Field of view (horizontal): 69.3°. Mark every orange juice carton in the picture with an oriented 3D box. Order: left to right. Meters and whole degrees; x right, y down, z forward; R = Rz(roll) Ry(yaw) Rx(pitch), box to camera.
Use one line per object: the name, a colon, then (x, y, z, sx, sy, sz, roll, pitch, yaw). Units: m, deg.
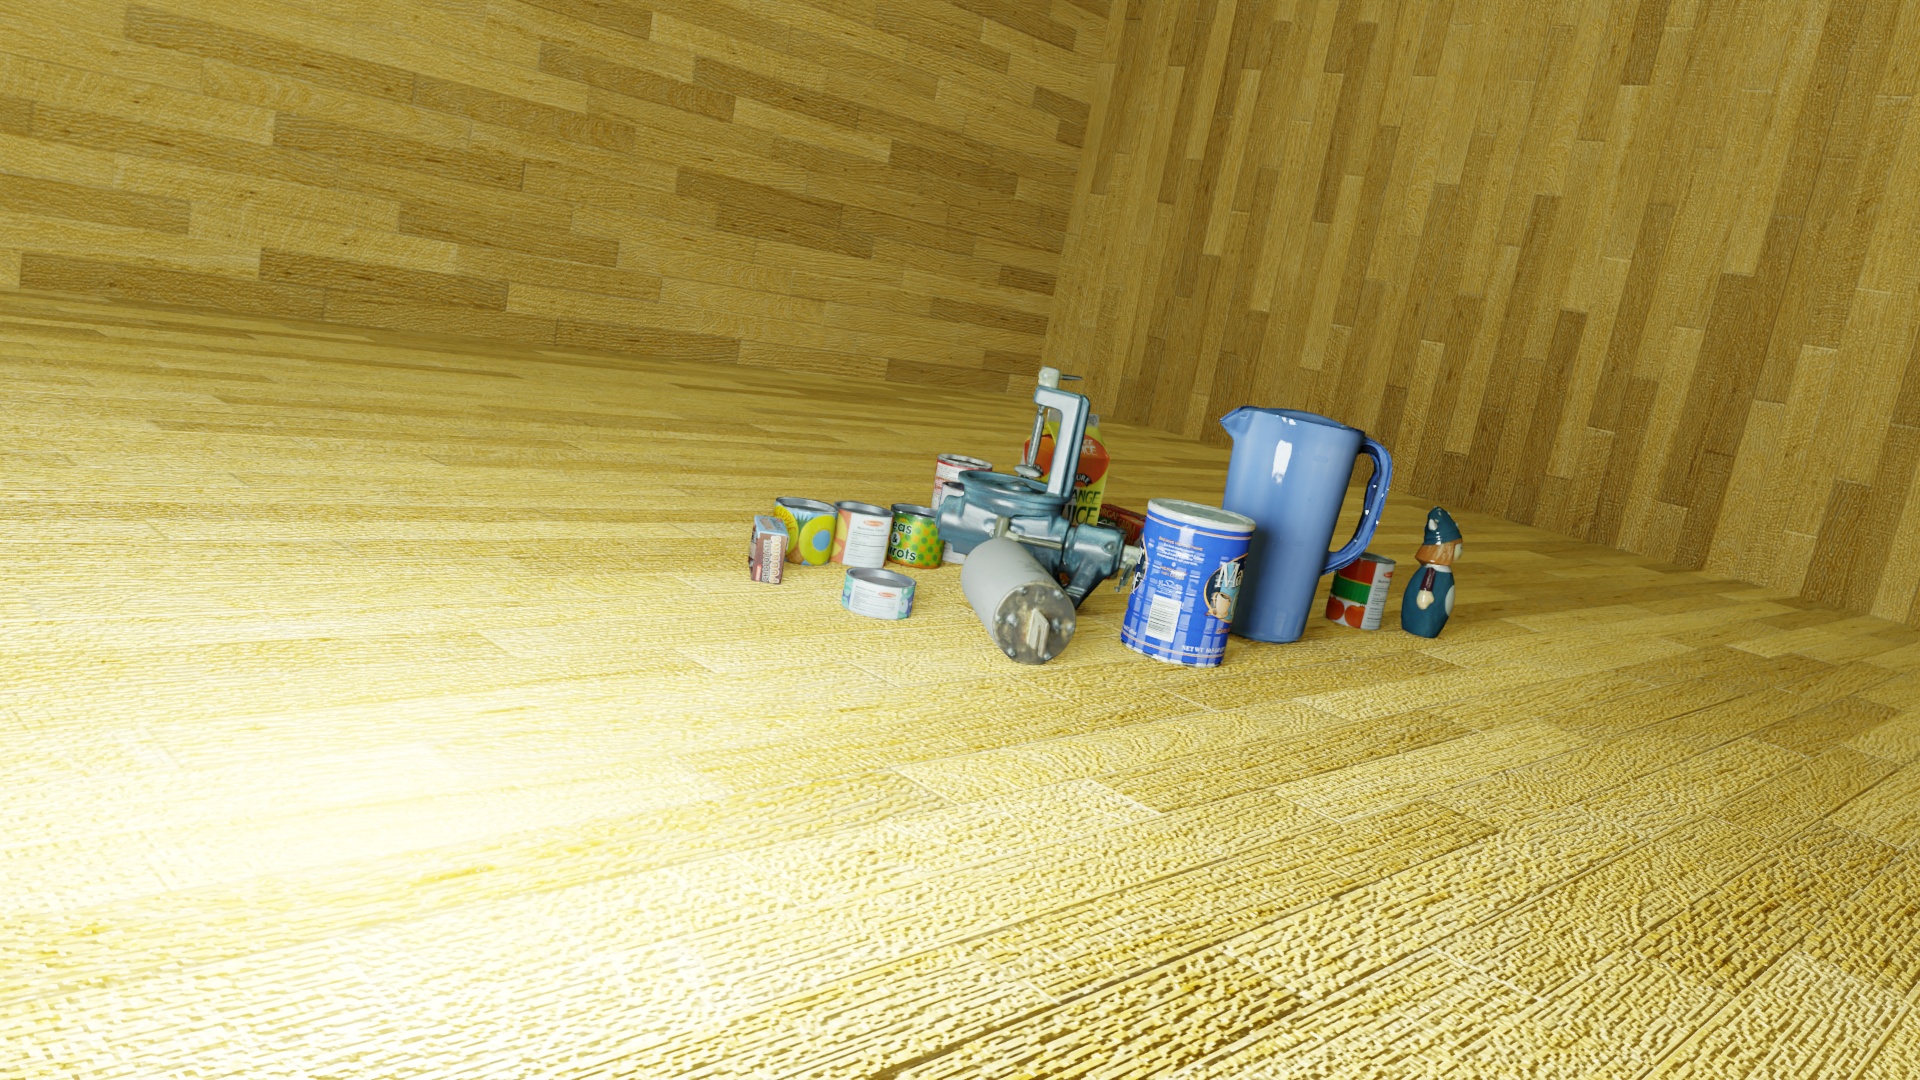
orange juice carton: (0.107, -0.049, 1.540, 0.072, 0.192, 0.073, 5, 12, -31)

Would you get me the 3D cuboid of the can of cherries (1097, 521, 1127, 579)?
can of cherries: (0.157, 0.010, 1.649, 0.071, 0.058, 0.071, 11, 10, -2)

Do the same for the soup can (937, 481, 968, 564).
soup can: (0.006, -0.020, 1.582, 0.071, 0.083, 0.071, 11, 10, -2)

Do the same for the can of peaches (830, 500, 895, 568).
can of peaches: (-0.107, -0.007, 1.468, 0.071, 0.058, 0.071, 11, 10, -2)

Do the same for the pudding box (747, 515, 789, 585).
pudding box: (-0.185, 0.008, 1.334, 0.030, 0.049, 0.084, 9, 11, -13)

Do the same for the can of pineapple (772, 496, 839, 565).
can of pineapple: (-0.164, -0.010, 1.428, 0.071, 0.057, 0.071, 11, 10, -2)

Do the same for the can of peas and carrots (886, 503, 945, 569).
can of peas and carrots: (-0.050, -0.005, 1.513, 0.071, 0.058, 0.071, 11, 10, -2)

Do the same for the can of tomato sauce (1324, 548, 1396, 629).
can of tomato sauce: (0.473, 0.057, 1.653, 0.071, 0.083, 0.071, 11, 10, -2)

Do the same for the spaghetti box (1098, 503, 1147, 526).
spaghetti box: (0.269, 0.004, 1.816, 0.029, 0.050, 0.250, 1, 14, -43)

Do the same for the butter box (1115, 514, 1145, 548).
butter box: (0.228, 0.004, 1.768, 0.024, 0.053, 0.103, 7, 11, -22)

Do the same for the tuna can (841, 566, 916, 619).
tuna can: (-0.075, 0.048, 1.279, 0.071, 0.032, 0.071, 11, 10, -2)
